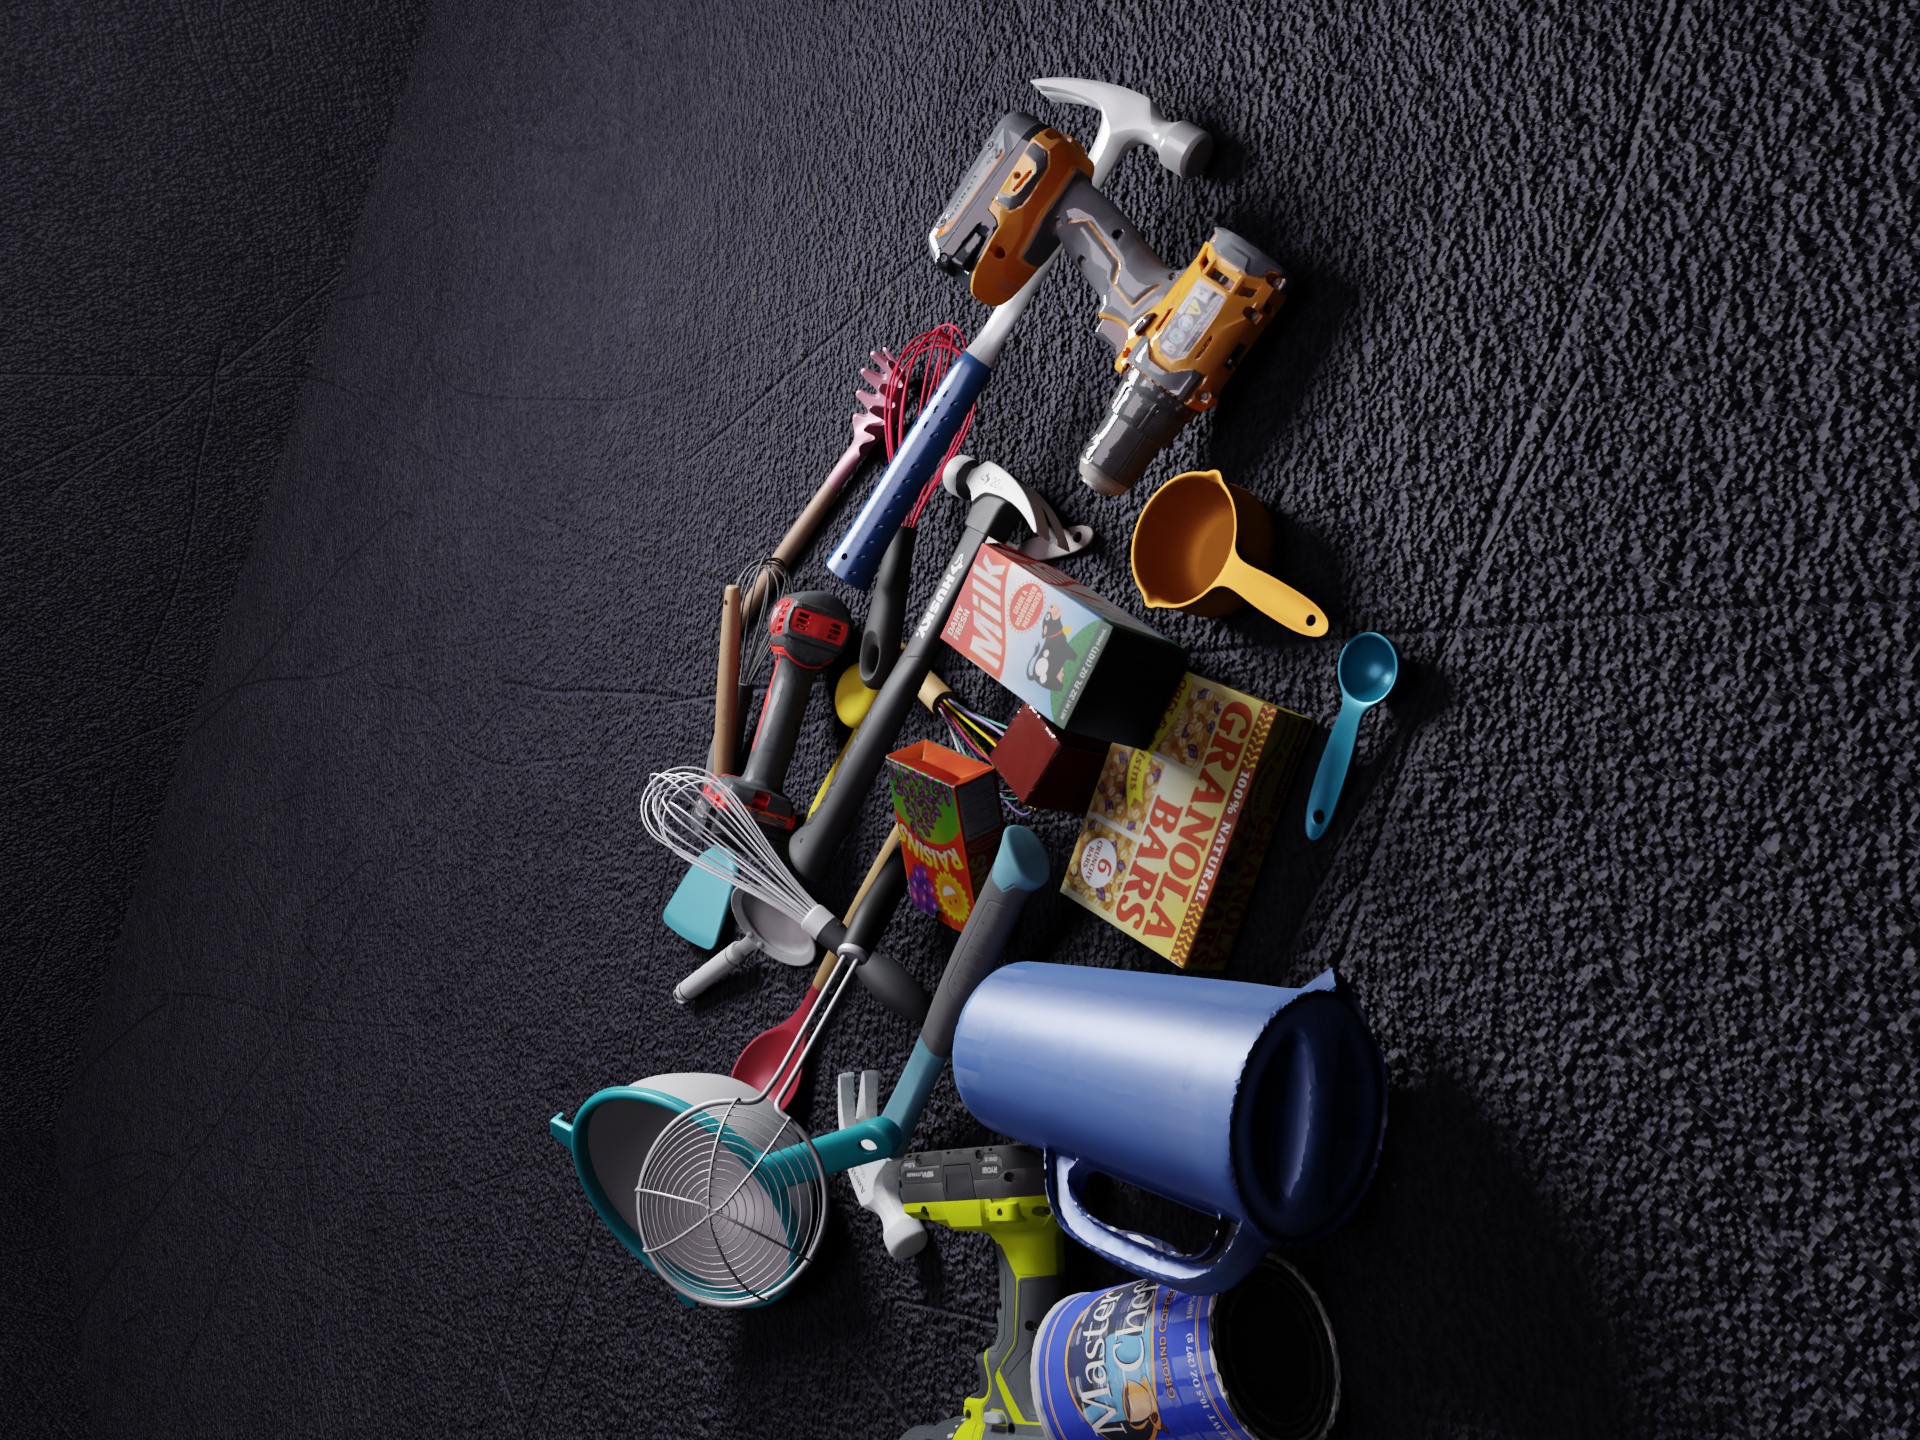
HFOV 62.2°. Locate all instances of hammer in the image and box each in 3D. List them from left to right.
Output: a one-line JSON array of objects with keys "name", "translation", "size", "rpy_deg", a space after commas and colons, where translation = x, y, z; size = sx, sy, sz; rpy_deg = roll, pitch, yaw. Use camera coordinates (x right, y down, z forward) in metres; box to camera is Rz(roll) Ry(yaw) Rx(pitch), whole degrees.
[{"name": "hammer", "translation": [-0.035, -0.031, 1.173], "size": [0.146, 0.035, 0.335], "rpy_deg": [35, 98, 53]}, {"name": "hammer", "translation": [-0.012, 0.214, 1.096], "size": [0.128, 0.033, 0.330], "rpy_deg": [53, 130, 43]}, {"name": "hammer", "translation": [0.016, -0.277, 1.167], "size": [0.144, 0.035, 0.405], "rpy_deg": [40, 106, 25]}]

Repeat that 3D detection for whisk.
[{"name": "whisk", "translation": [-0.194, -0.034, 1.411], "size": [0.055, 0.055, 0.239], "rpy_deg": [34, 113, 49]}, {"name": "whisk", "translation": [-0.131, 0.131, 1.196], "size": [0.285, 0.070, 0.070], "rpy_deg": [38, 114, 13]}, {"name": "whisk", "translation": [-0.041, -0.169, 1.243], "size": [0.073, 0.073, 0.296], "rpy_deg": [6, 83, 51]}, {"name": "whisk", "translation": [-0.002, -0.006, 1.179], "size": [0.051, 0.047, 0.245], "rpy_deg": [-55, 39, 10]}]

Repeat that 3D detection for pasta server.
[{"name": "pasta server", "translation": [-0.131, -0.189, 1.387], "size": [0.316, 0.040, 0.060], "rpy_deg": [-50, 34, 31]}]

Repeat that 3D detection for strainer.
[{"name": "strainer", "translation": [-0.185, 0.192, 1.347], "size": [0.087, 0.050, 0.258], "rpy_deg": [47, 134, -4]}, {"name": "strainer", "translation": [-0.148, 0.323, 1.200], "size": [0.340, 0.095, 0.211], "rpy_deg": [-28, 101, 38]}]

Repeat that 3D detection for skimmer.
[{"name": "skimmer", "translation": [-0.100, 0.224, 1.102], "size": [0.363, 0.127, 0.090], "rpy_deg": [-61, -18, -45]}]

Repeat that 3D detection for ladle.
[{"name": "ladle", "translation": [-0.101, 0.189, 1.257], "size": [0.069, 0.031, 0.315], "rpy_deg": [41, 110, 38]}]

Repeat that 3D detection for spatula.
[{"name": "spatula", "translation": [-0.215, 0.039, 1.389], "size": [0.082, 0.044, 0.317], "rpy_deg": [20, 111, 45]}]

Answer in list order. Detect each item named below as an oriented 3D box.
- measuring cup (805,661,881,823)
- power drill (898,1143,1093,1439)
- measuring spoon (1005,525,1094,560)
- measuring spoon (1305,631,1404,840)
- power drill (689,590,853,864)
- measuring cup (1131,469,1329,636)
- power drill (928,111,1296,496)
[{"name": "measuring cup", "translation": [-0.100, 0.023, 1.296], "size": [0.062, 0.029, 0.156], "rpy_deg": [42, 110, 47]}, {"name": "power drill", "translation": [0.020, 0.392, 1.019], "size": [0.190, 0.080, 0.229], "rpy_deg": [-21, 67, 45]}, {"name": "measuring spoon", "translation": [0.051, -0.128, 1.164], "size": [0.124, 0.018, 0.034], "rpy_deg": [-7, 75, 51]}, {"name": "measuring spoon", "translation": [0.228, 0.011, 0.922], "size": [0.042, 0.021, 0.128], "rpy_deg": [35, 116, 48]}, {"name": "power drill", "translation": [-0.152, -0.001, 1.317], "size": [0.143, 0.078, 0.220], "rpy_deg": [-166, 95, -76]}, {"name": "measuring cup", "translation": [0.179, -0.089, 0.977], "size": [0.174, 0.052, 0.095], "rpy_deg": [42, 113, 45]}, {"name": "power drill", "translation": [0.084, -0.277, 1.066], "size": [0.226, 0.084, 0.185], "rpy_deg": [41, 108, 20]}]
